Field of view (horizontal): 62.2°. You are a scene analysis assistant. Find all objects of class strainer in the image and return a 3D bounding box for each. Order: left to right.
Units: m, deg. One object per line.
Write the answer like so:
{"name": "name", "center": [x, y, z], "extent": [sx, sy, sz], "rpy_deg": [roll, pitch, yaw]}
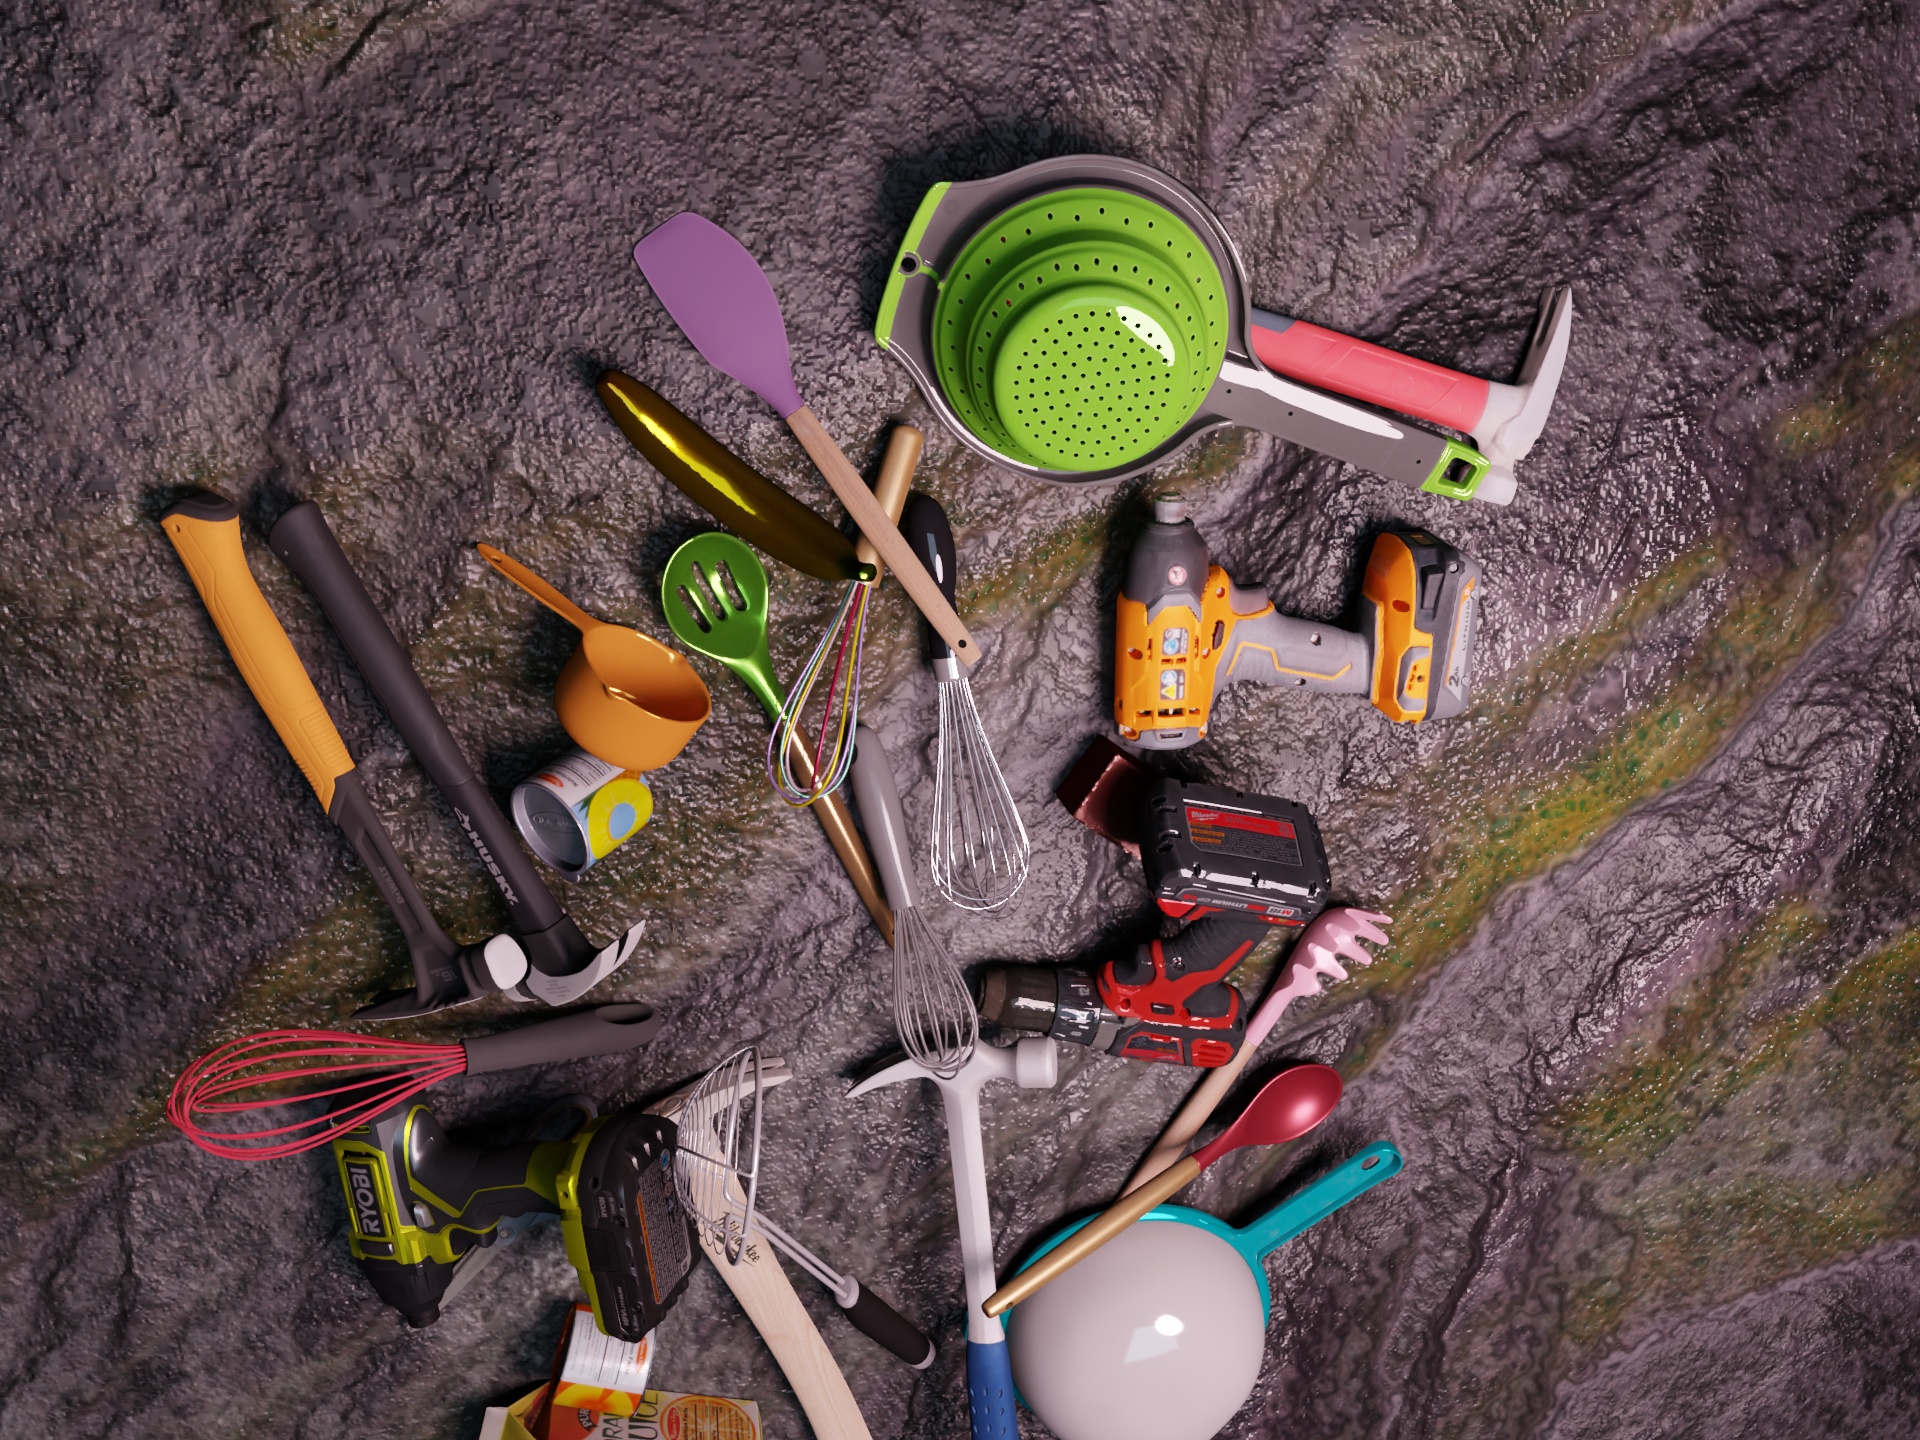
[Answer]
{"name": "strainer", "center": [0.184, 0.424, 1.135], "extent": [0.340, 0.095, 0.210], "rpy_deg": [-37, 112, 8]}

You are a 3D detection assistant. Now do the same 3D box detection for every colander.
{"name": "colander", "center": [0.147, -0.189, 0.938], "extent": [0.397, 0.095, 0.204], "rpy_deg": [17, 123, -13]}

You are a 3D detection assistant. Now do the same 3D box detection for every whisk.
{"name": "whisk", "center": [-0.325, 0.212, 0.979], "extent": [0.295, 0.073, 0.073], "rpy_deg": [-6, 108, -31]}
{"name": "whisk", "center": [-0.064, -0.063, 0.980], "extent": [0.051, 0.047, 0.245], "rpy_deg": [17, 90, -16]}
{"name": "whisk", "center": [-0.036, 0.118, 1.033], "extent": [0.055, 0.055, 0.239], "rpy_deg": [-15, 94, -7]}
{"name": "whisk", "center": [-0.001, -0.004, 1.022], "extent": [0.070, 0.070, 0.284], "rpy_deg": [-11, 102, -8]}

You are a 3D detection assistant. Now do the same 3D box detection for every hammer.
{"name": "hammer", "center": [-0.384, 0.025, 0.947], "extent": [0.127, 0.034, 0.336], "rpy_deg": [-18, 104, 26]}
{"name": "hammer", "center": [-0.305, 0.023, 0.945], "extent": [0.035, 0.146, 0.334], "rpy_deg": [-39, 106, -42]}
{"name": "hammer", "center": [-0.113, 0.428, 1.124], "extent": [0.146, 0.038, 0.410], "rpy_deg": [-27, 111, -12]}
{"name": "hammer", "center": [0.011, 0.415, 1.097], "extent": [0.144, 0.035, 0.405], "rpy_deg": [-4, 98, 11]}
{"name": "hammer", "center": [0.200, -0.252, 0.998], "extent": [0.386, 0.038, 0.143], "rpy_deg": [13, 101, -14]}

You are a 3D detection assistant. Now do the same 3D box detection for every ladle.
{"name": "ladle", "center": [0.143, 0.322, 1.101], "extent": [0.315, 0.031, 0.069], "rpy_deg": [-26, 123, -26]}

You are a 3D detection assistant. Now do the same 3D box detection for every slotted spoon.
{"name": "slotted spoon", "center": [-0.105, 0.021, 1.019], "extent": [0.070, 0.031, 0.313], "rpy_deg": [-33, 112, -19]}

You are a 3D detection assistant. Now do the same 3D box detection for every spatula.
{"name": "spatula", "center": [-0.082, -0.164, 0.949], "extent": [0.060, 0.018, 0.316], "rpy_deg": [-35, 97, -2]}

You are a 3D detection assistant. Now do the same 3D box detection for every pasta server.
{"name": "pasta server", "center": [0.196, 0.255, 1.139], "extent": [0.060, 0.040, 0.316], "rpy_deg": [24, 103, -50]}

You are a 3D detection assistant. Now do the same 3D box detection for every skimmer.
{"name": "skimmer", "center": [-0.078, 0.340, 1.036], "extent": [0.090, 0.127, 0.362], "rpy_deg": [-23, 132, 13]}

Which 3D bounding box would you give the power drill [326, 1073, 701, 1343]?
{"name": "power drill", "center": [-0.284, 0.316, 1.005], "extent": [0.223, 0.080, 0.171], "rpy_deg": [-1, 107, 19]}

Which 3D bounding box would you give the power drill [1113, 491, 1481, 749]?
{"name": "power drill", "center": [0.211, -0.070, 1.025], "extent": [0.226, 0.084, 0.164], "rpy_deg": [-4, 112, -7]}

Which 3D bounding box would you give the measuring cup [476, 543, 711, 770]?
{"name": "measuring cup", "center": [-0.234, -0.036, 0.961], "extent": [0.173, 0.095, 0.052], "rpy_deg": [38, 112, 3]}

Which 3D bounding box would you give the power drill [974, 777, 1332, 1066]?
{"name": "power drill", "center": [0.122, 0.143, 1.038], "extent": [0.188, 0.080, 0.226], "rpy_deg": [10, 133, -11]}
